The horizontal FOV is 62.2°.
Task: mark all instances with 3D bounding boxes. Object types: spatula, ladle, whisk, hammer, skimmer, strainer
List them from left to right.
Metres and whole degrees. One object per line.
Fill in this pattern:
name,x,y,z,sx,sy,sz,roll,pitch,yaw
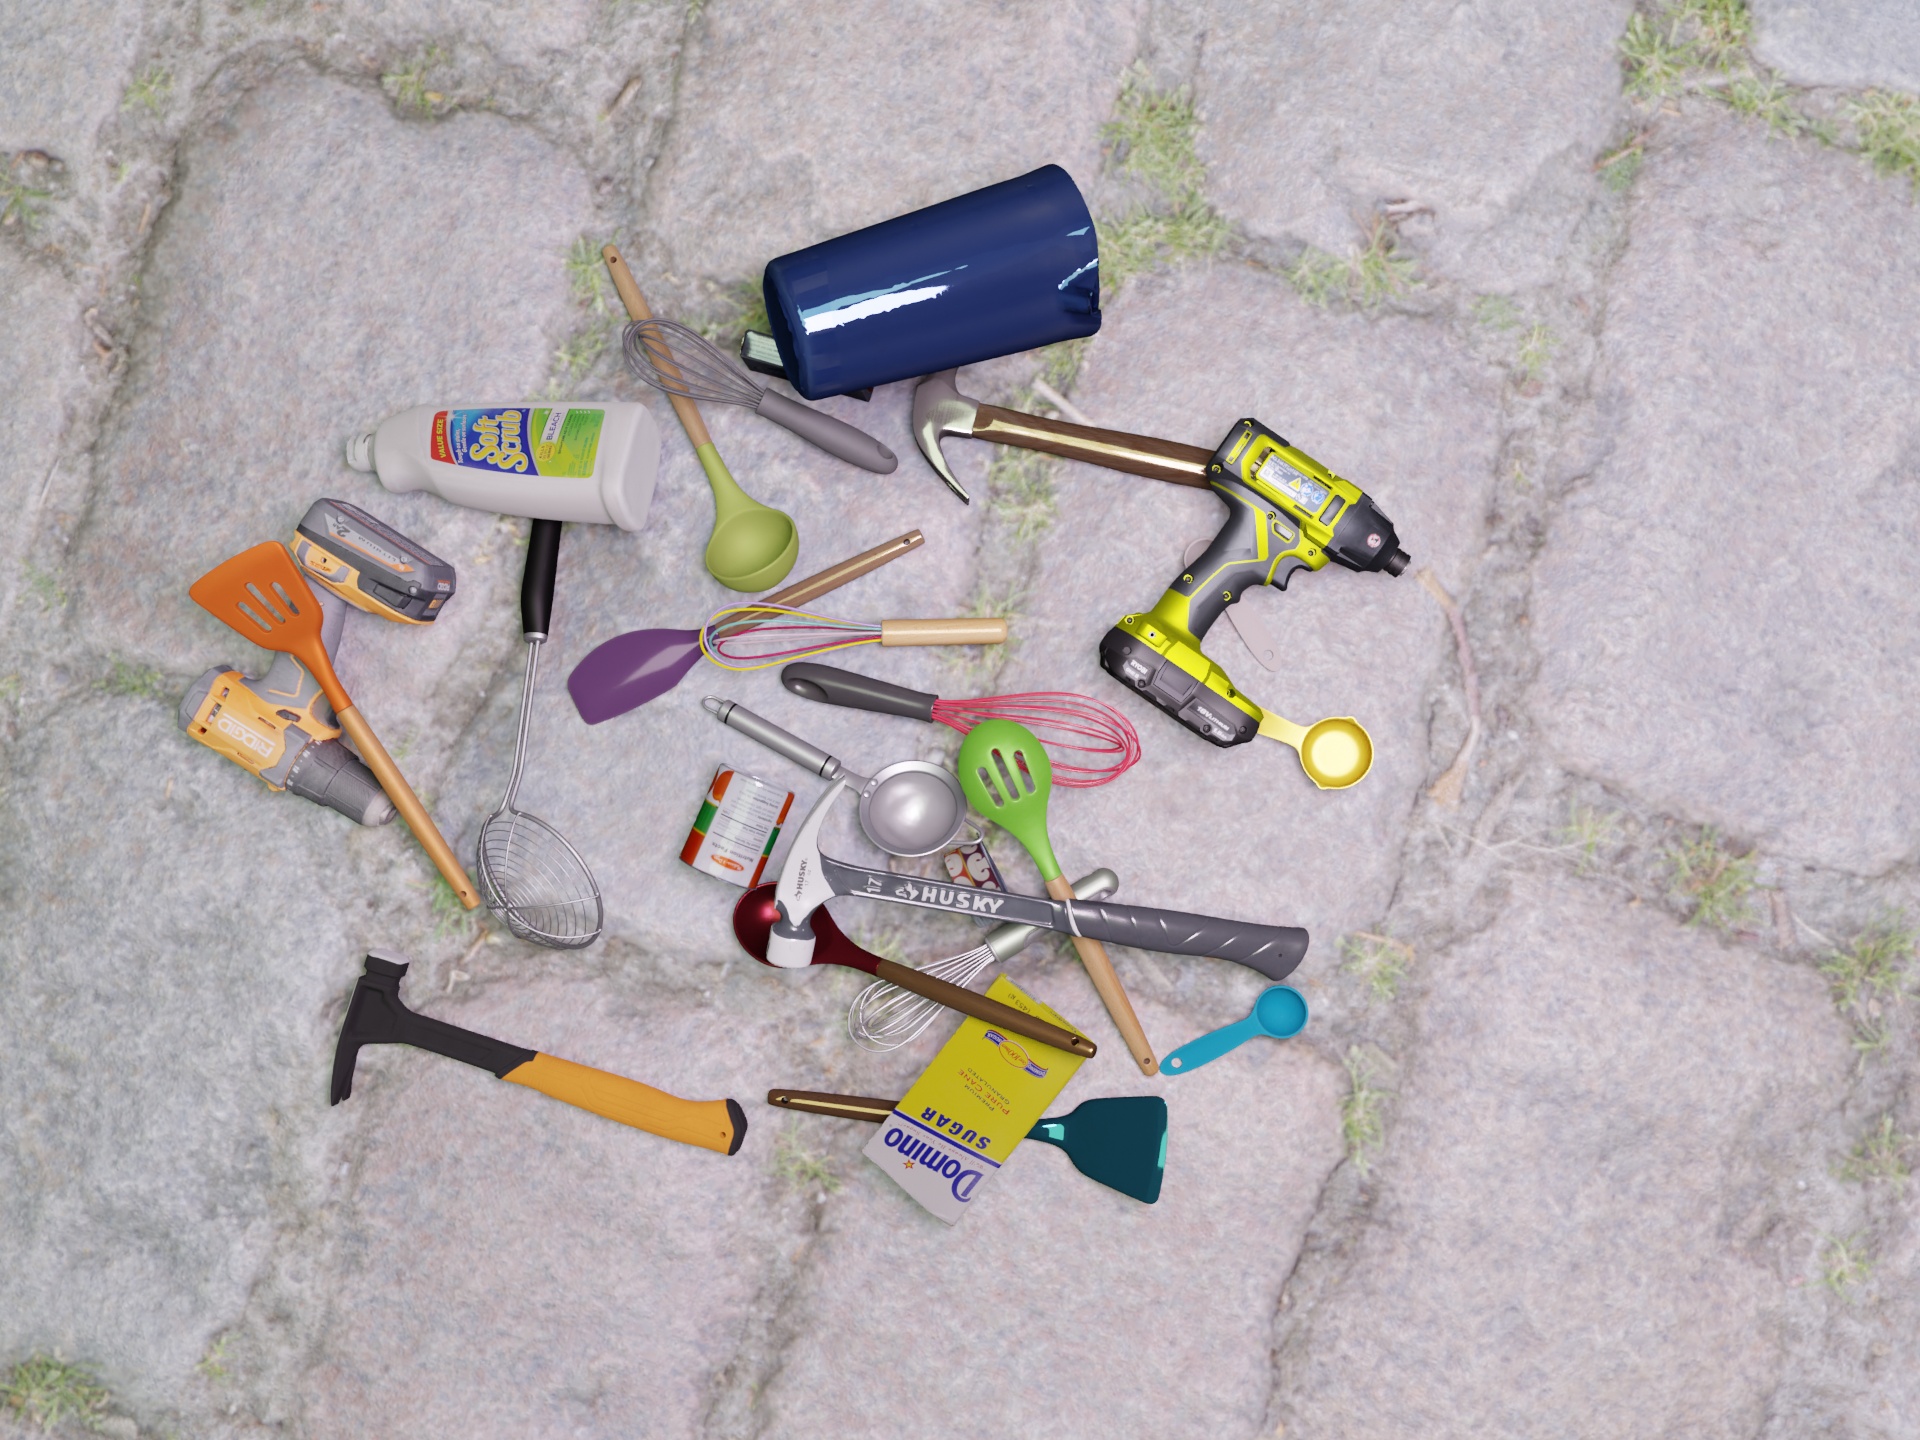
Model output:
spatula,-0.467,0.014,1.231,0.081,0.041,0.322,-29,102,3
hammer,-0.336,0.292,1.279,0.337,0.034,0.127,17,88,3
skimmer,-0.327,-0.001,1.283,0.127,0.090,0.363,-8,73,39
ladle,-0.220,-0.247,1.282,0.078,0.062,0.320,-26,84,-1
spatula,-0.174,-0.084,1.292,0.316,0.018,0.060,-25,90,3
whisk,-0.157,-0.252,1.262,0.239,0.055,0.055,24,89,-13
strainer,-0.096,0.042,1.274,0.258,0.050,0.087,28,63,9
whisk,-0.085,-0.065,1.269,0.245,0.047,0.051,-2,132,-5
ladle,-0.039,0.197,1.222,0.315,0.031,0.069,18,68,24
whisk,-0.002,-0.004,1.261,0.296,0.073,0.073,13,89,9
spatula,0.002,0.317,1.256,0.317,0.044,0.082,6,87,4
whisk,0.019,0.187,1.260,0.246,0.057,0.059,-31,57,-3
hammer,0.067,0.141,1.202,0.409,0.036,0.149,10,99,-8
hammer,0.123,-0.215,1.275,0.331,0.031,0.130,13,88,3

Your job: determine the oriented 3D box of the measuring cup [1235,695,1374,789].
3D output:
measuring cup,0.253,0.007,1.269,0.156,0.029,0.062,24,92,15

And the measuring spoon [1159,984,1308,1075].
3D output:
measuring spoon,0.216,0.249,1.265,0.128,0.021,0.042,-29,88,11

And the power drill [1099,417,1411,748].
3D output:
power drill,0.225,-0.096,1.225,0.171,0.080,0.223,34,92,0

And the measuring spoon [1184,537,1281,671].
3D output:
measuring spoon,0.220,-0.092,1.277,0.034,0.018,0.124,-34,94,1

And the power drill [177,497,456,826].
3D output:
power drill,-0.495,-0.040,1.278,0.185,0.084,0.226,32,94,0

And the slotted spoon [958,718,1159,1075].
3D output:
slotted spoon,0.085,0.142,1.234,0.070,0.031,0.313,-26,101,3
